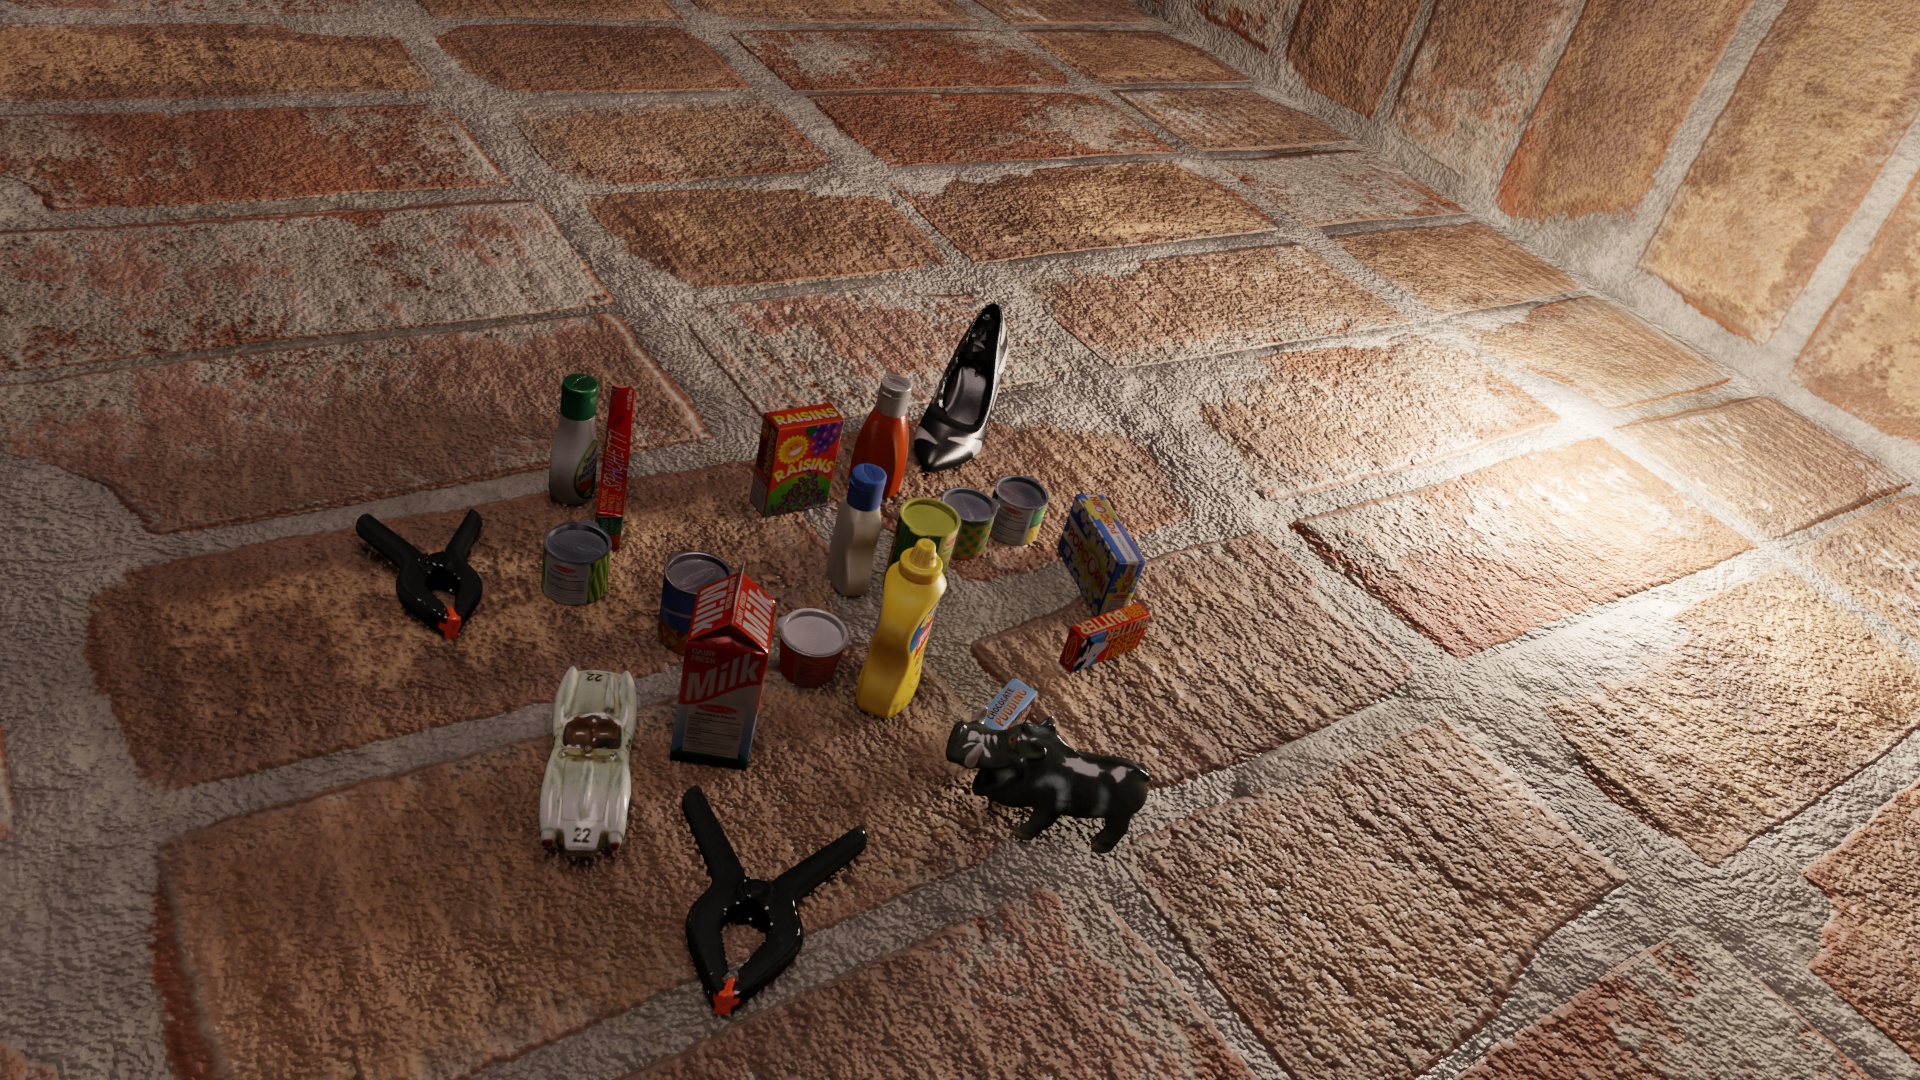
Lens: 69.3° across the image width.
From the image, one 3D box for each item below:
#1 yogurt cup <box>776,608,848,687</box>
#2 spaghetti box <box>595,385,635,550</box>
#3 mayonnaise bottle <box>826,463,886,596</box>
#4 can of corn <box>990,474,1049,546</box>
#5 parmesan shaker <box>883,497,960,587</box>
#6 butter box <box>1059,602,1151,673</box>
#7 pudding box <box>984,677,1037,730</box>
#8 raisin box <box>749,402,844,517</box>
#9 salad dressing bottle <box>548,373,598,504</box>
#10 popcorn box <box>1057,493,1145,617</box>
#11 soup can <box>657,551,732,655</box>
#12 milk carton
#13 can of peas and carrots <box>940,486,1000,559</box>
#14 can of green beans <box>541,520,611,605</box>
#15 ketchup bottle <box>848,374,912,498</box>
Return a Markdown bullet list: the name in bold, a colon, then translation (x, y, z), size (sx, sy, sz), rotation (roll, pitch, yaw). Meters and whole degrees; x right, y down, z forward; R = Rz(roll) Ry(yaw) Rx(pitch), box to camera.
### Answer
- **yogurt cup**: translation (-0.150, 0.109, 1.384), size (0.072, 0.053, 0.073), rotation (10, 37, -8)
- **spaghetti box**: translation (-0.386, -0.084, 1.552), size (0.029, 0.049, 0.251), rotation (6, 38, -14)
- **mayonnaise bottle**: translation (-0.109, -0.013, 1.480), size (0.041, 0.147, 0.065), rotation (-5, 41, -26)
- **can of corn**: translation (0.067, -0.037, 1.652), size (0.071, 0.058, 0.071), rotation (10, 37, -8)
- **parmesan shaker**: translation (-0.045, 0.015, 1.506), size (0.071, 0.102, 0.072), rotation (10, 37, -8)
- **butter box**: translation (0.157, 0.105, 1.505), size (0.104, 0.052, 0.024), rotation (-16, 47, -36)
- **pudding box**: translation (0.039, 0.178, 1.368), size (0.030, 0.049, 0.084), rotation (29, 38, 17)
- **raisin box**: translation (-0.186, -0.091, 1.574), size (0.086, 0.122, 0.040), rotation (-12, 44, -32)
- **salad dressing bottle**: translation (-0.413, -0.108, 1.492), size (0.044, 0.146, 0.064), rotation (20, 36, 5)
- **popcorn box**: translation (0.160, 0.017, 1.593), size (0.038, 0.084, 0.127), rotation (-2, 40, -23)
- **soup can**: translation (-0.266, 0.061, 1.378), size (0.071, 0.083, 0.072), rotation (10, 37, -8)
- **milk carton**: translation (-0.211, 0.112, 1.244), size (0.073, 0.189, 0.073), rotation (10, 37, -8)
- **can of peas and carrots**: translation (0.006, -0.020, 1.607), size (0.071, 0.058, 0.071), rotation (10, 37, -8)
- **can of green beans**: translation (-0.389, 0.024, 1.404), size (0.071, 0.057, 0.071), rotation (10, 37, -8)
- **ketchup bottle**: translation (-0.089, -0.123, 1.631), size (0.065, 0.148, 0.044), rotation (29, 38, 17)
